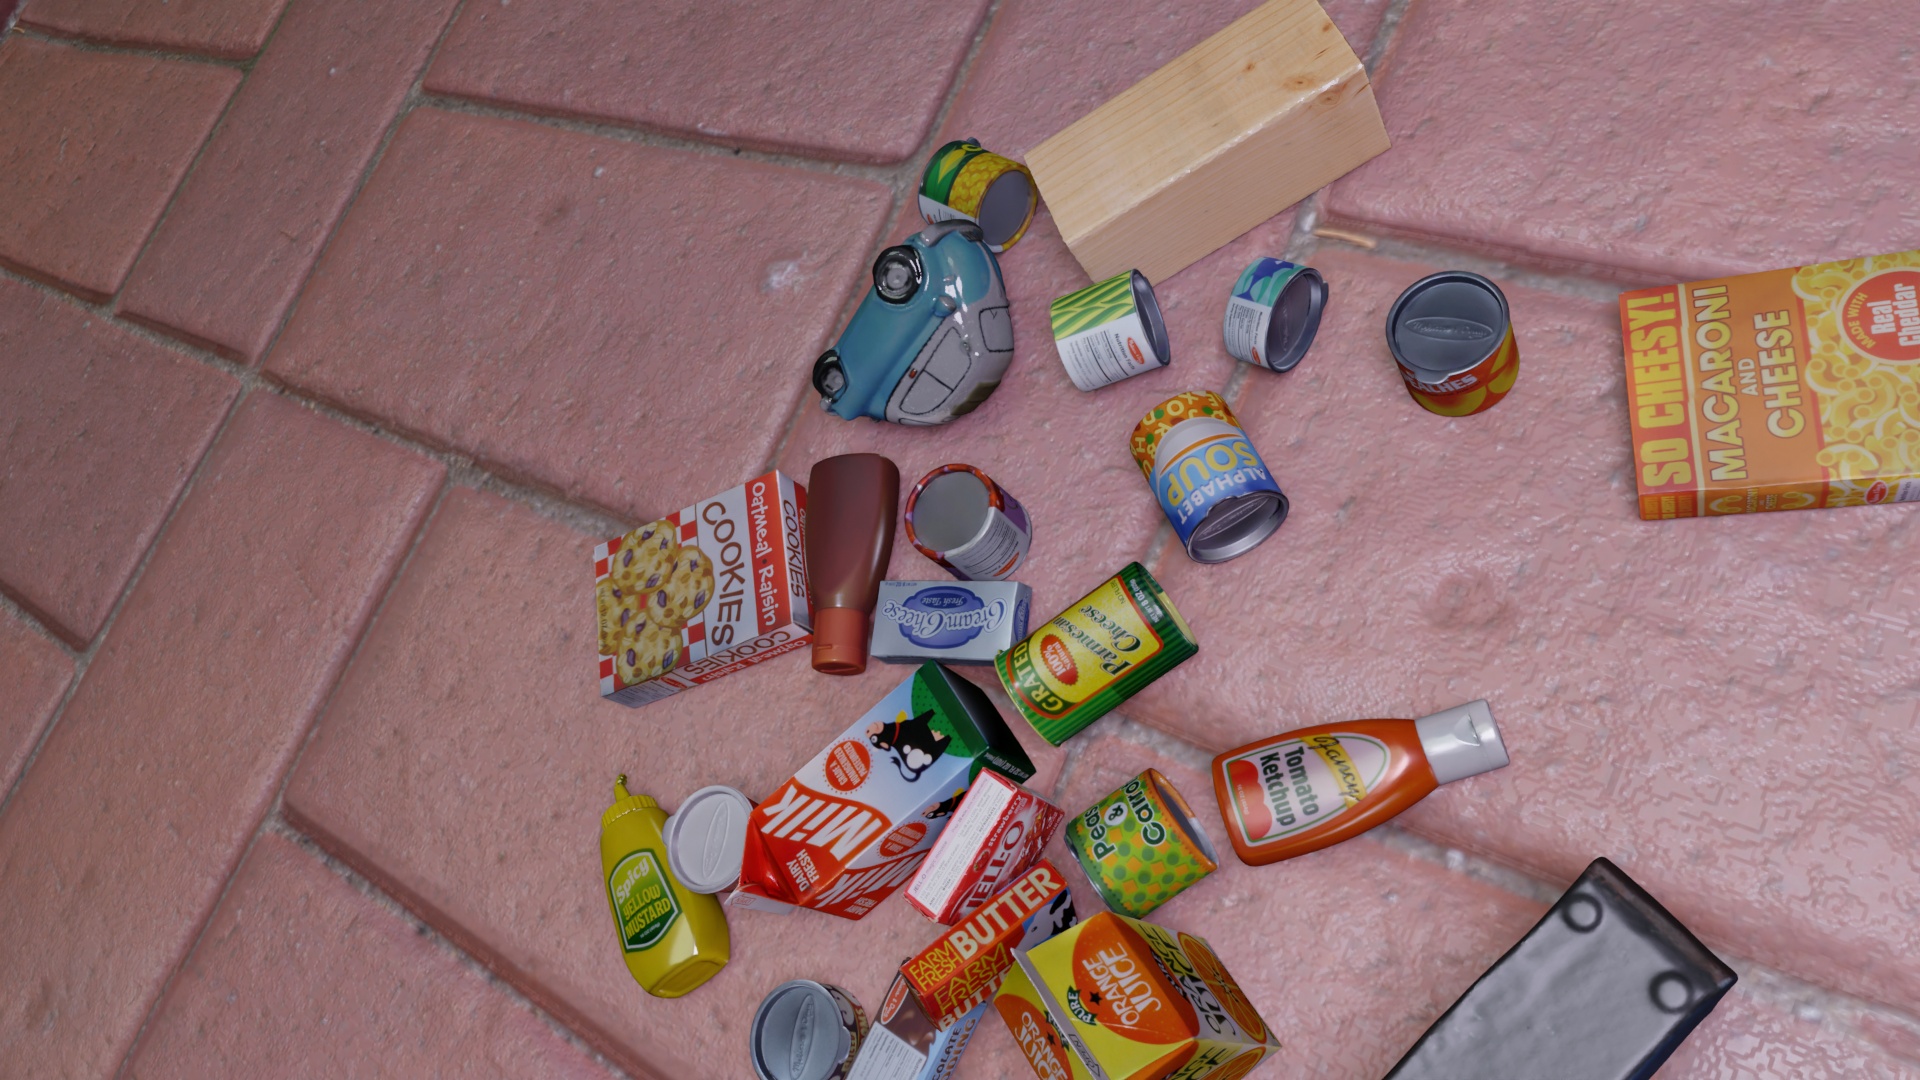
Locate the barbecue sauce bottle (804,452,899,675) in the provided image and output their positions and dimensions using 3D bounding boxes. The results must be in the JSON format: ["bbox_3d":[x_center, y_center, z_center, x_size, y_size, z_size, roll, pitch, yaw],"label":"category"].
[{"bbox_3d":[-0.077,0.016,0.945,0.065,0.043,0.149,-8,66,26],"label":"barbecue sauce bottle"}]

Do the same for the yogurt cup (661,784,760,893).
[{"bbox_3d":[-0.147,0.196,0.897,0.072,0.054,0.072,-11,64,24],"label":"yogurt cup"}]

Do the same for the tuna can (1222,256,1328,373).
[{"bbox_3d":[0.194,-0.140,0.853,0.033,0.071,0.071,26,83,35],"label":"tuna can"}]

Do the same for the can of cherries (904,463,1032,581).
[{"bbox_3d":[0.003,-0.011,0.903,0.071,0.058,0.072,-10,66,25],"label":"can of cherries"}]

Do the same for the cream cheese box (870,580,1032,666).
[{"bbox_3d":[-0.006,0.054,0.899,0.104,0.024,0.053,-1,73,28],"label":"cream cheese box"}]

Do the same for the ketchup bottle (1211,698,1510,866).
[{"bbox_3d":[0.212,0.124,0.740,0.148,0.043,0.065,-22,60,18],"label":"ketchup bottle"}]

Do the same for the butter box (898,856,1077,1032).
[{"bbox_3d":[0.018,0.226,0.774,0.104,0.053,0.024,-34,50,-17],"label":"butter box"}]

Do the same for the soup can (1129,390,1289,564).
[{"bbox_3d":[0.147,-0.040,0.830,0.071,0.071,0.084,-33,57,13],"label":"soup can"}]

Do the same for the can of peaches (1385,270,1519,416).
[{"bbox_3d":[0.282,-0.109,0.795,0.071,0.058,0.071,-11,65,24],"label":"can of peaches"}]

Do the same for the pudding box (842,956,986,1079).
[{"bbox_3d":[-0.027,0.292,0.804,0.050,0.030,0.084,22,80,35],"label":"pudding box"}]

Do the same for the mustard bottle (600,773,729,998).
[{"bbox_3d":[-0.206,0.220,0.922,0.065,0.048,0.161,-38,56,8],"label":"mustard bottle"}]

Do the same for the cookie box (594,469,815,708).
[{"bbox_3d":[-0.183,0.036,0.996,0.167,0.040,0.123,-21,60,20],"label":"cookie box"}]

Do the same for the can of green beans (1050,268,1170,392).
[{"bbox_3d":[0.097,-0.136,0.902,0.057,0.071,0.071,-17,62,22],"label":"can of green beans"}]

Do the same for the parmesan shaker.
[{"bbox_3d":[0.079,0.065,0.824,0.103,0.071,0.071,-36,57,10],"label":"parmesan shaker"}]

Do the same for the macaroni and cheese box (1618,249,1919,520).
[{"bbox_3d":[0.433,-0.078,0.710,0.166,0.040,0.124,-5,67,26],"label":"macaroni and cheese box"}]

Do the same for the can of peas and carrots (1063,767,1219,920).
[{"bbox_3d":[0.099,0.167,0.766,0.058,0.071,0.071,-37,57,10],"label":"can of peas and carrots"}]

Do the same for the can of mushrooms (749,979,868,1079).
[{"bbox_3d":[-0.088,0.300,0.832,0.071,0.033,0.071,-12,63,24],"label":"can of mushrooms"}]

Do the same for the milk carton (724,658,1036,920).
[{"bbox_3d":[-0.056,0.167,0.849,0.190,0.072,0.074,-41,56,7],"label":"milk carton"}]

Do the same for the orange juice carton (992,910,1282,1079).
[{"bbox_3d":[0.082,0.234,0.672,0.073,0.192,0.072,-42,57,8],"label":"orange juice carton"}]

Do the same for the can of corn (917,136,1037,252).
[{"bbox_3d":[0.014,-0.249,0.996,0.058,0.071,0.071,32,86,34],"label":"can of corn"}]
